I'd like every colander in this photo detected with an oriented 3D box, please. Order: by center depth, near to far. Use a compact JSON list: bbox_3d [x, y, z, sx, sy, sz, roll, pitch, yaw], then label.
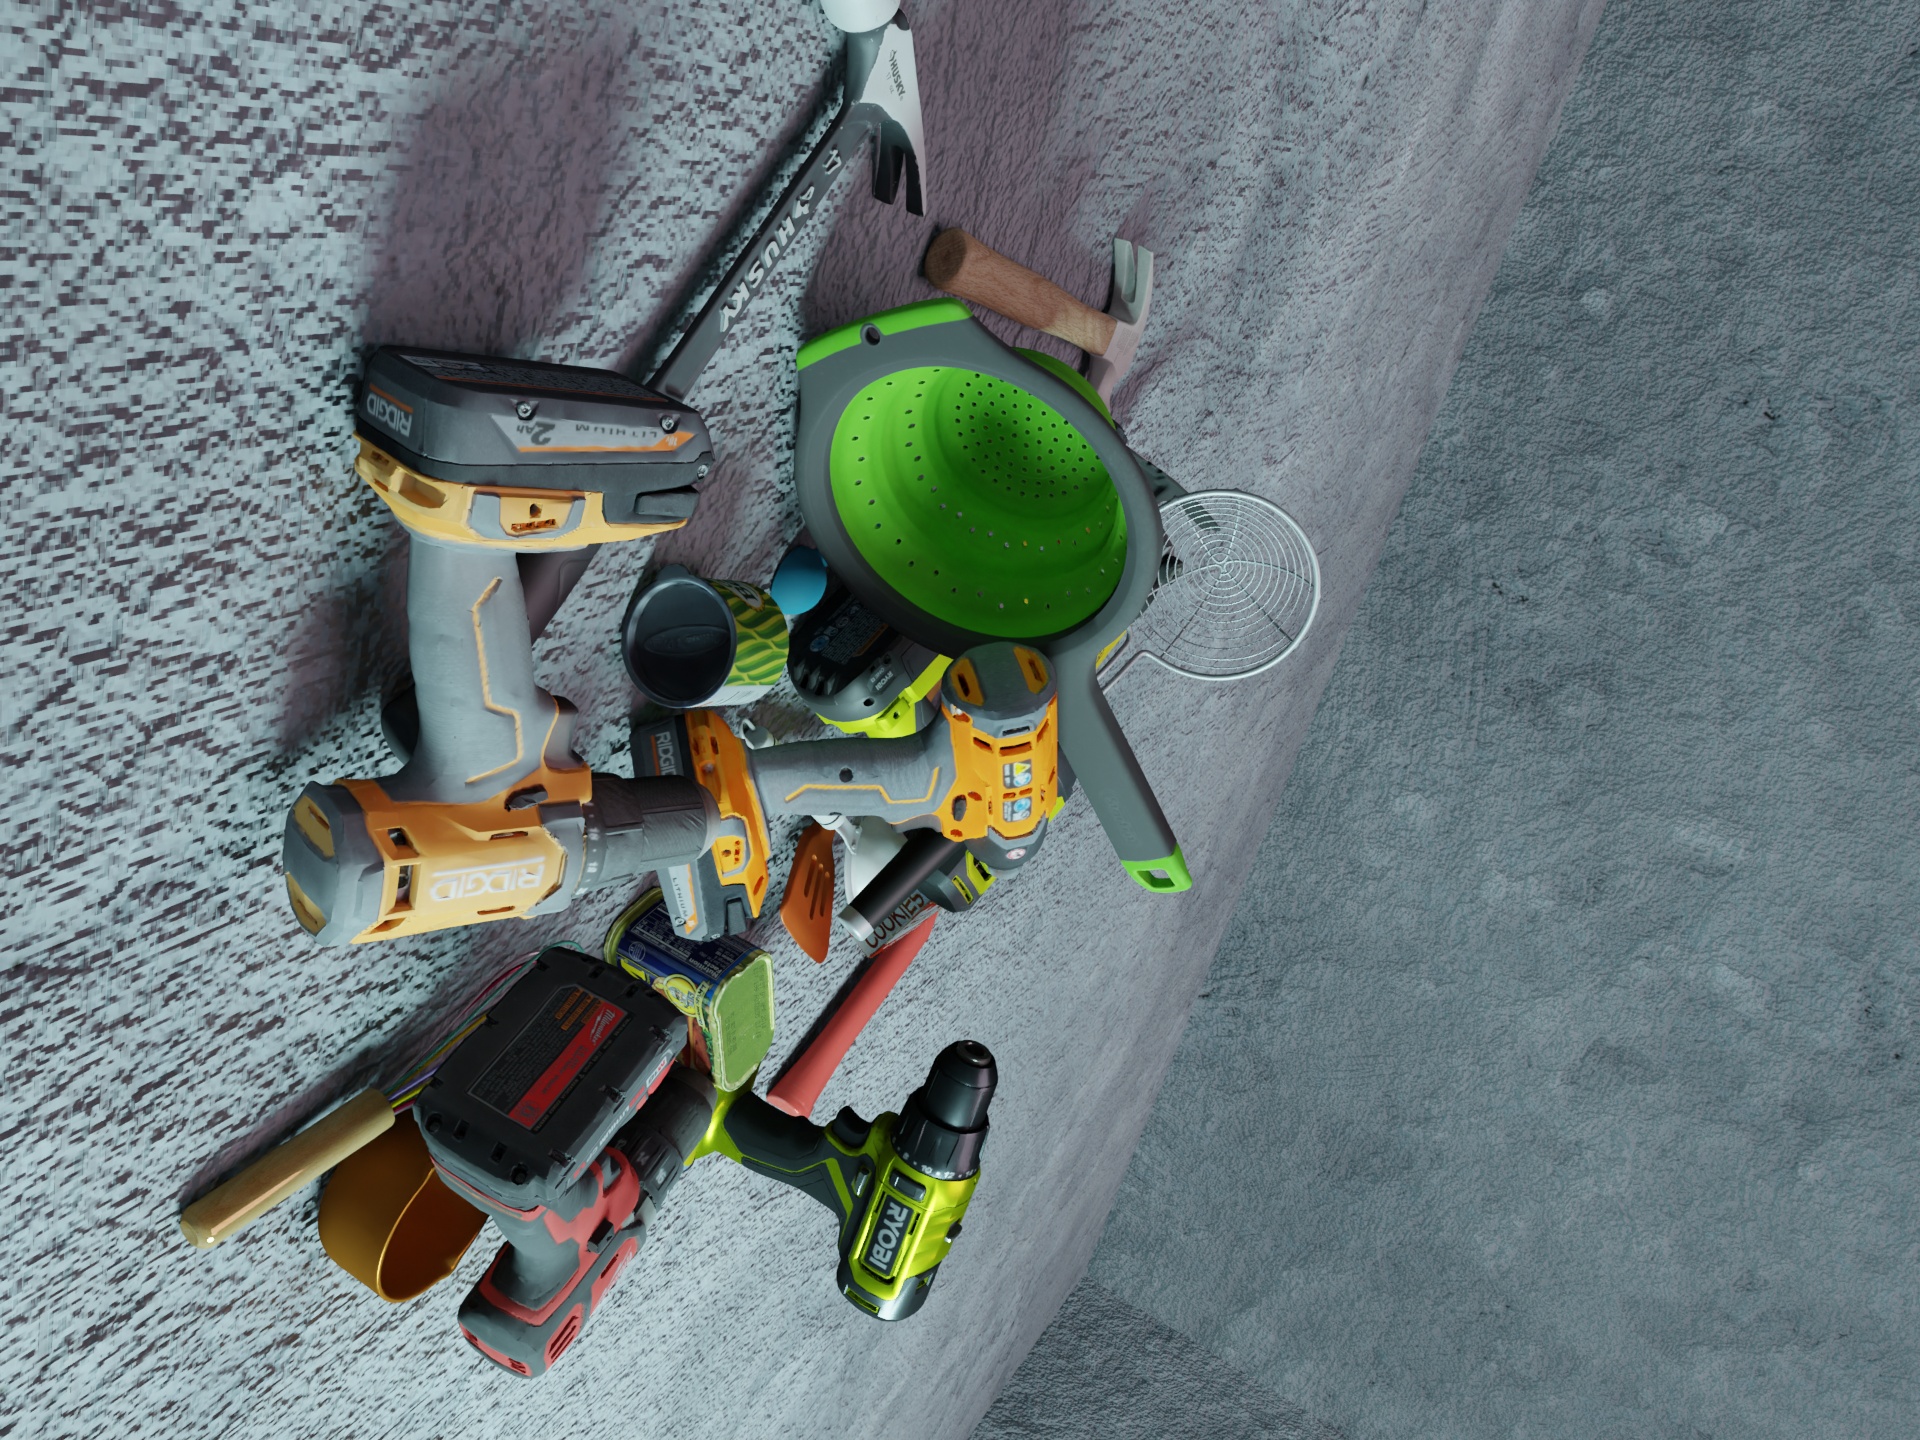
[{"bbox_3d":[0.056,-0.071,0.897,0.396,0.204,0.094,61,40,-28],"label":"colander"}]

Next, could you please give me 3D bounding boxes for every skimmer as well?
[{"bbox_3d":[0.069,0.003,0.971,0.363,0.127,0.090,-44,-168,-14],"label":"skimmer"}]

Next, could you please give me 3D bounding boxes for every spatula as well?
[{"bbox_3d":[-0.044,0.020,1.140,0.323,0.041,0.080,-58,148,-21],"label":"spatula"}]

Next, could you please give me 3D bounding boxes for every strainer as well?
[{"bbox_3d":[-0.080,0.066,1.041,0.258,0.050,0.087,51,43,-51],"label":"strainer"}]

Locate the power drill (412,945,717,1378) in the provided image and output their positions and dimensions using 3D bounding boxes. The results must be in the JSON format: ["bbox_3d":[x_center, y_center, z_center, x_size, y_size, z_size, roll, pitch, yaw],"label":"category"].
[{"bbox_3d":[-0.188,0.214,0.819,0.188,0.080,0.226,-52,161,-40],"label":"power drill"}]

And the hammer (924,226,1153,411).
[{"bbox_3d":[0.058,-0.274,1.046,0.331,0.031,0.130,-9,123,-67],"label":"hammer"}]

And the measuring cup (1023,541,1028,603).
[{"bbox_3d":[0.044,-0.062,1.225,0.029,0.062,0.156,-144,-122,-72],"label":"measuring cup"}]

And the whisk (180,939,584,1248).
[{"bbox_3d":[-0.263,0.176,0.775,0.245,0.047,0.051,-34,146,-50],"label":"whisk"}]

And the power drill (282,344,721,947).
[{"bbox_3d":[-0.162,-0.024,0.637,0.185,0.084,0.226,-4,116,-44],"label":"power drill"}]

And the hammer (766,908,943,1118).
[{"bbox_3d":[-0.046,0.185,1.350,0.359,0.037,0.149,-51,157,-33],"label":"hammer"}]

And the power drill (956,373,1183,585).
[{"bbox_3d":[0.074,-0.156,1.068,0.078,0.143,0.219,-53,159,4],"label":"power drill"}]

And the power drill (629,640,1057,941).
[{"bbox_3d":[-0.055,0.049,0.881,0.226,0.084,0.164,-12,136,-7],"label":"power drill"}]

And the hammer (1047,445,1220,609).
[{"bbox_3d":[0.072,-0.056,1.269,0.337,0.127,0.034,-58,-163,-1],"label":"hammer"}]

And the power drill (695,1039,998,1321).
[{"bbox_3d":[-0.090,0.253,1.028,0.080,0.229,0.190,-20,133,-63],"label":"power drill"}]

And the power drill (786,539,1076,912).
[{"bbox_3d":[-0.002,-0.003,1.023,0.171,0.080,0.223,-48,133,-18],"label":"power drill"}]

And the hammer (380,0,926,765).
[{"bbox_3d":[-0.130,-0.150,0.718,0.409,0.036,0.149,-59,161,-13],"label":"hammer"}]

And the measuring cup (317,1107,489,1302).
[{"bbox_3d":[-0.258,0.217,0.827,0.174,0.052,0.095,-49,155,-46],"label":"measuring cup"}]

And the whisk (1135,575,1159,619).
[{"bbox_3d":[0.047,-0.021,1.139,0.295,0.073,0.073,-45,178,42],"label":"whisk"}]

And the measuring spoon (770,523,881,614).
[{"bbox_3d":[-0.067,-0.101,0.954,0.129,0.021,0.042,-43,152,-43],"label":"measuring spoon"}]
